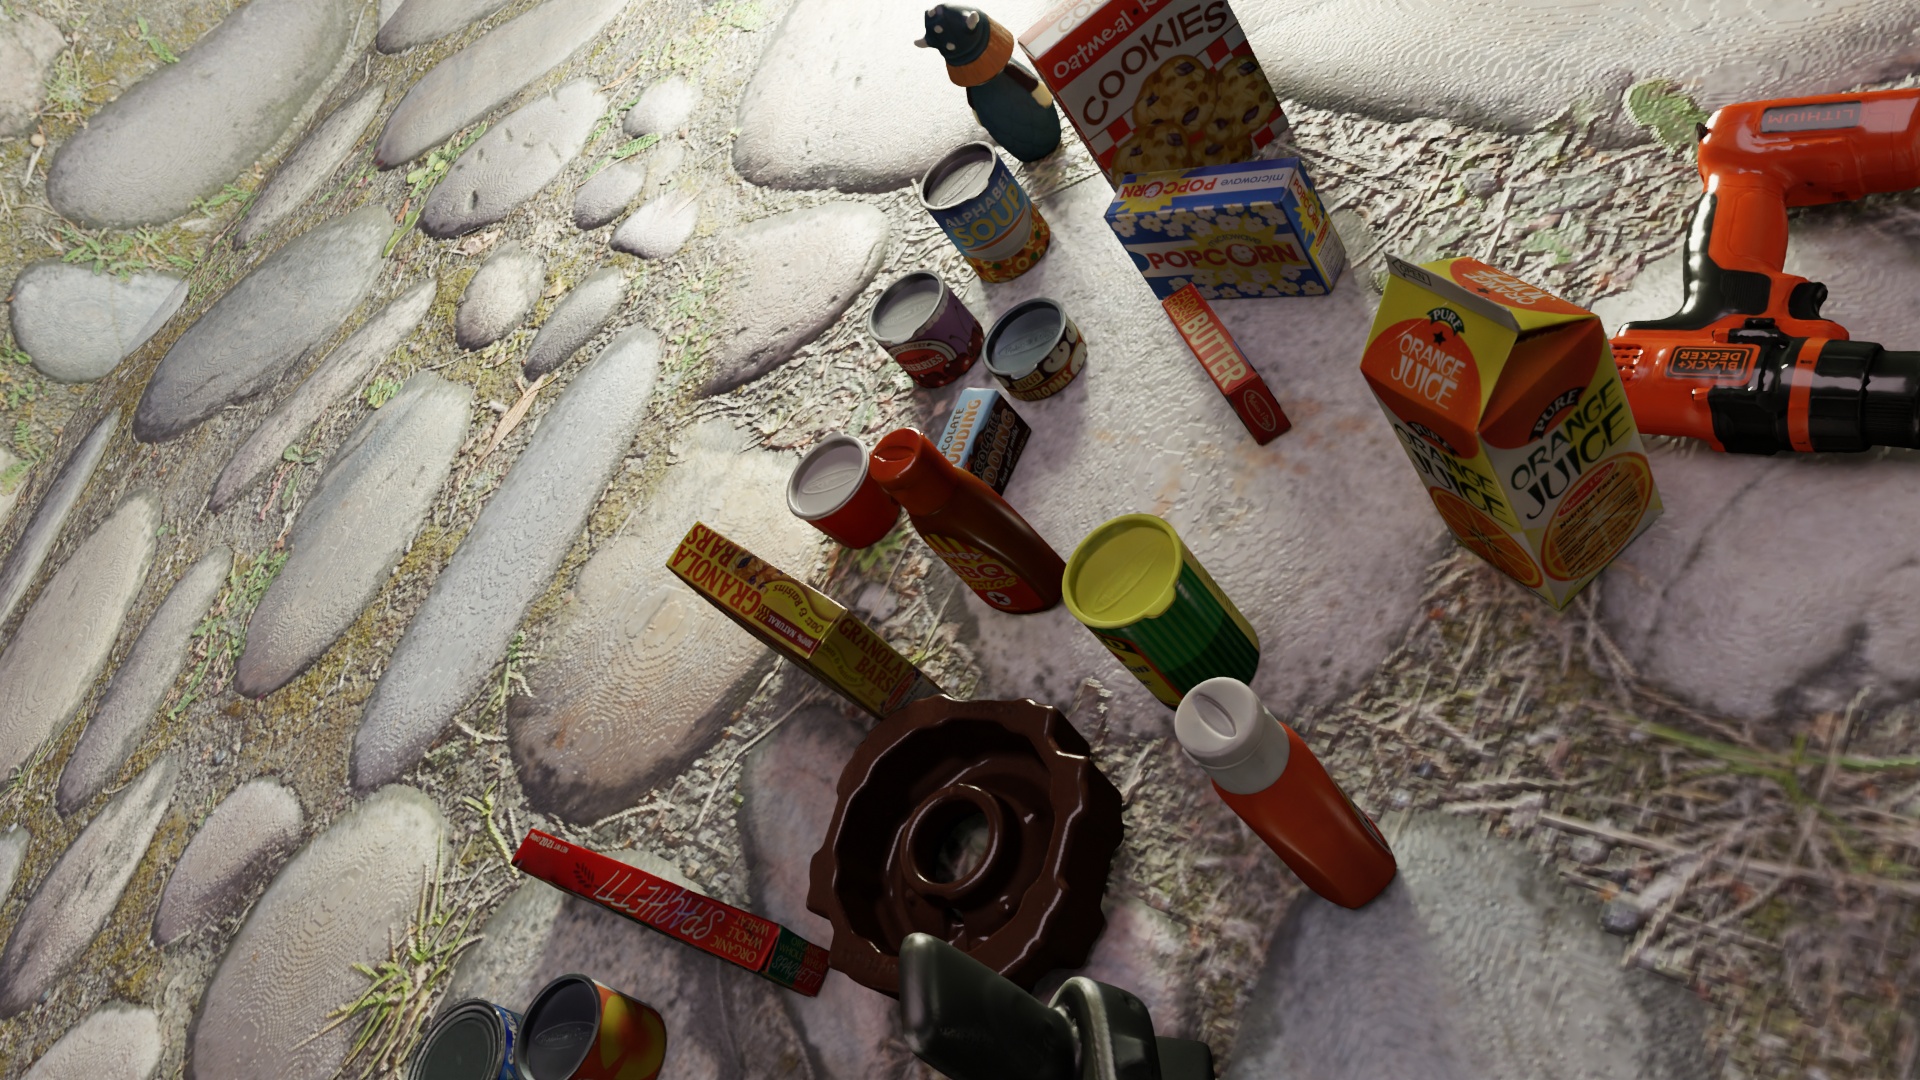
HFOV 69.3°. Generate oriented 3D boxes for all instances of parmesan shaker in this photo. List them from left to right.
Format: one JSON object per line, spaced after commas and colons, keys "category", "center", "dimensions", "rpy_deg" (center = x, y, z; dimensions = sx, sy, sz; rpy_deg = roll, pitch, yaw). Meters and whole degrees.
{"category": "parmesan shaker", "center": [0.107, 0.042, 0.721], "dimensions": [0.071, 0.103, 0.072], "rpy_deg": [-21, 48, 24]}

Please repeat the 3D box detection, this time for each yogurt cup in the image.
{"category": "yogurt cup", "center": [-0.078, -0.030, 0.956], "dimensions": [0.072, 0.054, 0.073], "rpy_deg": [-20, 48, 24]}

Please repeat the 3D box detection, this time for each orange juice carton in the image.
{"category": "orange juice carton", "center": [0.246, -0.056, 0.625], "dimensions": [0.073, 0.192, 0.072], "rpy_deg": [-45, 42, 1]}

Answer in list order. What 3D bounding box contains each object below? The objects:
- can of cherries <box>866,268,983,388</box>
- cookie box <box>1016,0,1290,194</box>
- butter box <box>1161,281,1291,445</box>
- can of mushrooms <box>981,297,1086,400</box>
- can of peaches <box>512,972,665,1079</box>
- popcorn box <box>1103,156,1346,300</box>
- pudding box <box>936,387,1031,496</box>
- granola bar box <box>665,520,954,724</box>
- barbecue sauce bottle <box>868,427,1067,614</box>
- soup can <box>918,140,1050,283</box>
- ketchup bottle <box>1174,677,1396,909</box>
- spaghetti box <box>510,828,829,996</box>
{"category": "can of cherries", "center": [-0.025, -0.151, 1.007], "dimensions": [0.071, 0.058, 0.072], "rpy_deg": [-20, 48, 24]}
{"category": "cookie box", "center": [0.131, -0.305, 0.926], "dimensions": [0.123, 0.167, 0.040], "rpy_deg": [-37, 43, 8]}
{"category": "butter box", "center": [0.159, -0.107, 0.835], "dimensions": [0.024, 0.053, 0.104], "rpy_deg": [-34, 43, 12]}
{"category": "can of mushrooms", "center": [0.050, -0.129, 0.949], "dimensions": [0.071, 0.033, 0.071], "rpy_deg": [-20, 48, 24]}
{"category": "can of peaches", "center": [-0.215, 0.295, 0.805], "dimensions": [0.071, 0.058, 0.071], "rpy_deg": [-20, 48, 24]}
{"category": "popcorn box", "center": [0.166, -0.193, 0.872], "dimensions": [0.126, 0.085, 0.038], "rpy_deg": [6, 62, 40]}
{"category": "pudding box", "center": [0.009, -0.054, 0.911], "dimensions": [0.030, 0.049, 0.084], "rpy_deg": [5, 62, 40]}
{"category": "granola bar box", "center": [-0.091, 0.058, 0.846], "dimensions": [0.166, 0.124, 0.039], "rpy_deg": [26, 76, 46]}
{"category": "barbecue sauce bottle", "center": [0.003, -0.010, 0.809], "dimensions": [0.065, 0.148, 0.044], "rpy_deg": [3, 60, 39]}
{"category": "soup can", "center": [0.020, -0.239, 1.022], "dimensions": [0.071, 0.083, 0.072], "rpy_deg": [-21, 48, 24]}
{"category": "ketchup bottle", "center": [0.140, 0.110, 0.609], "dimensions": [0.043, 0.148, 0.065], "rpy_deg": [-44, 42, 1]}
{"category": "spaghetti box", "center": [-0.181, 0.222, 0.842], "dimensions": [0.250, 0.050, 0.029], "rpy_deg": [6, 63, 40]}
